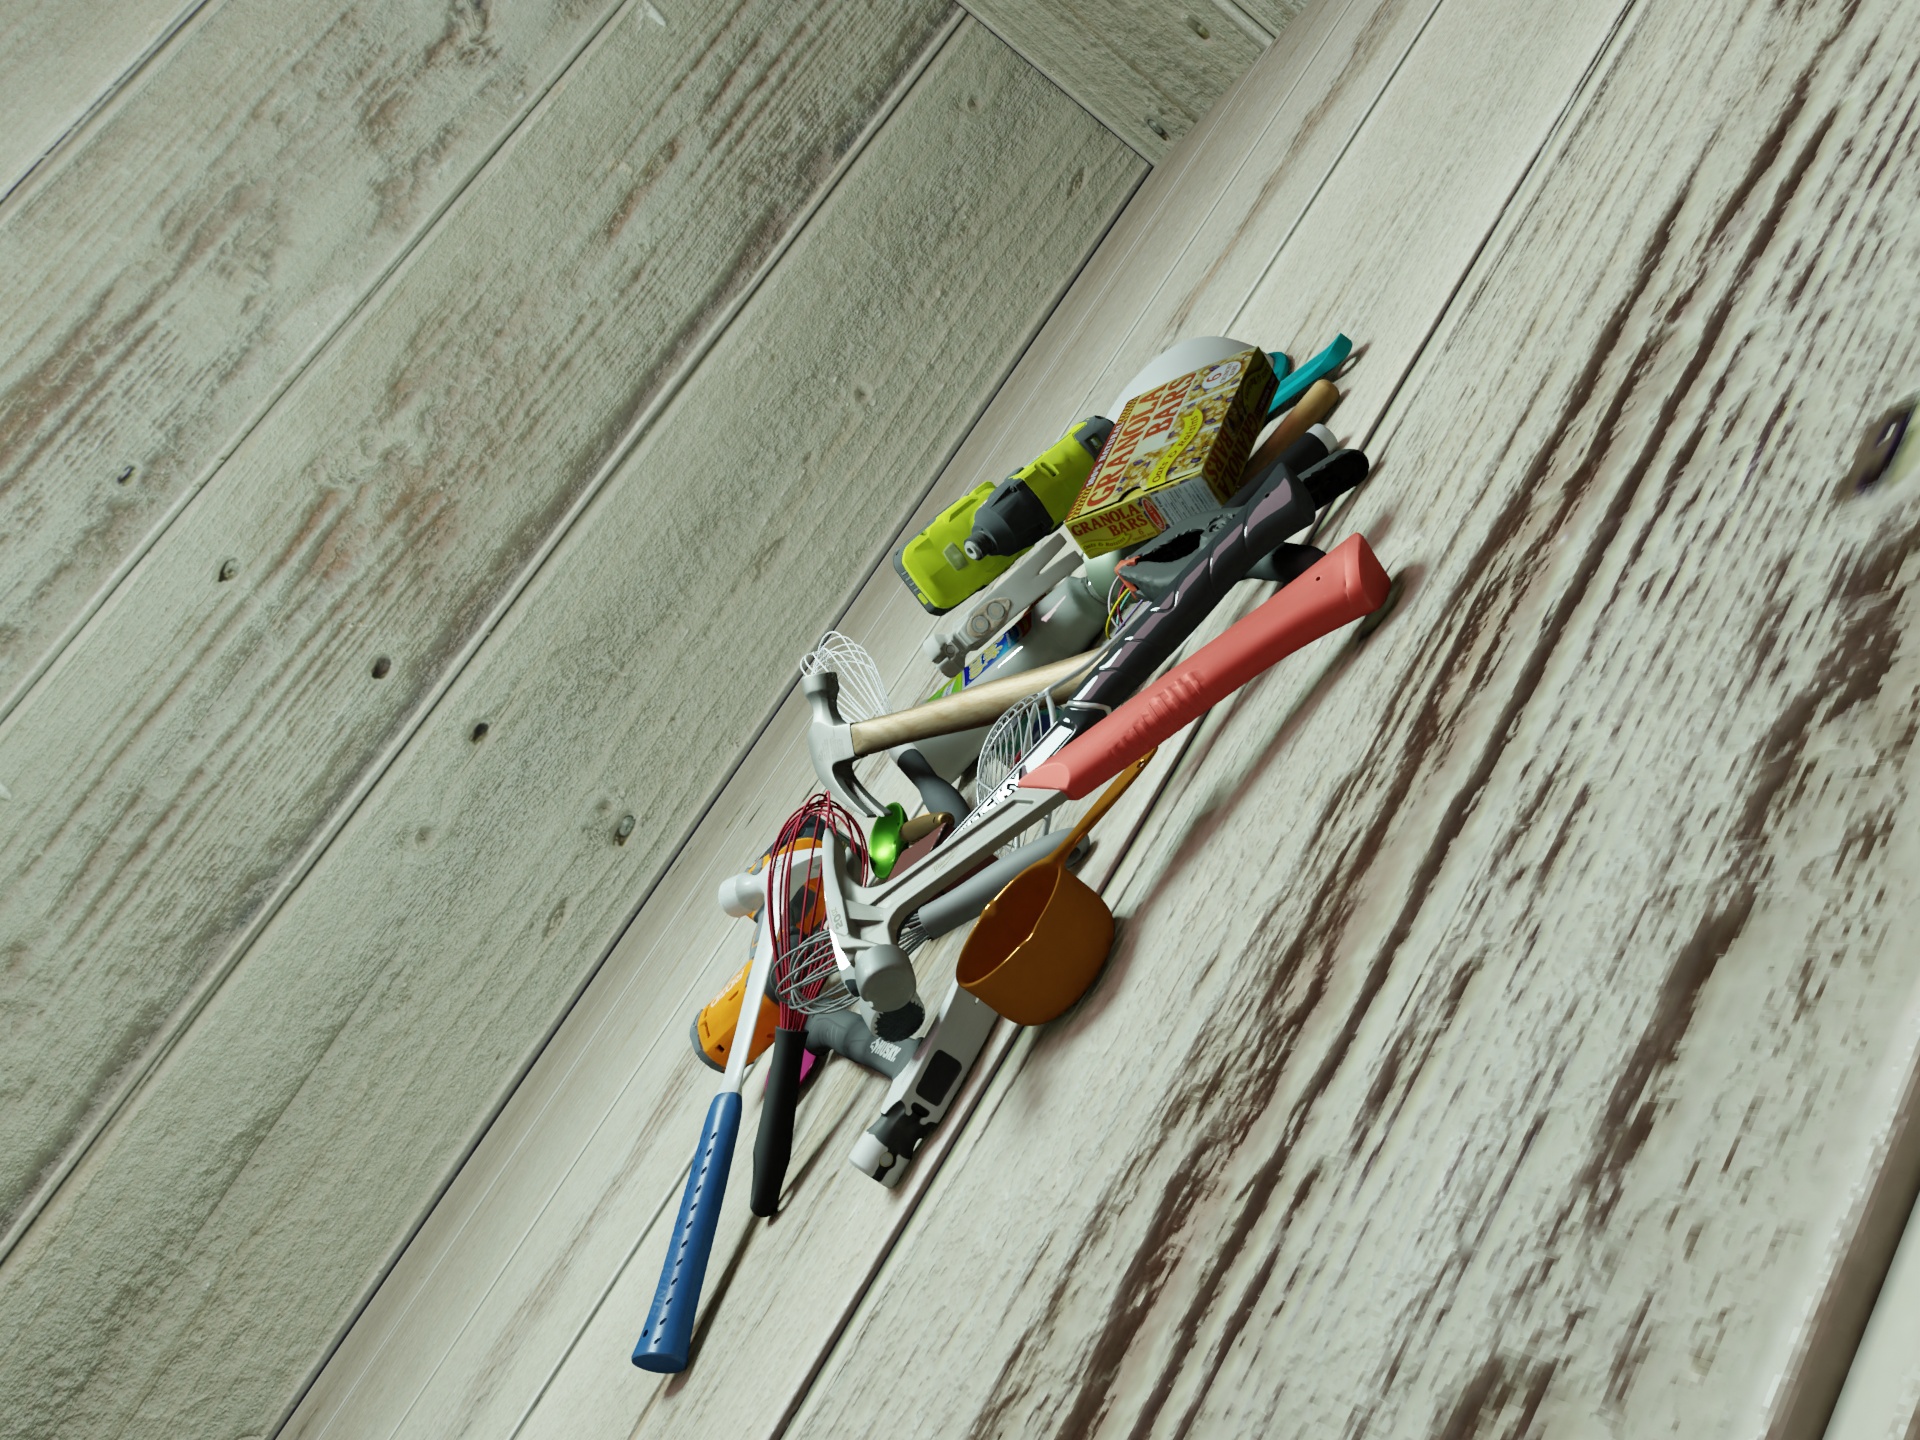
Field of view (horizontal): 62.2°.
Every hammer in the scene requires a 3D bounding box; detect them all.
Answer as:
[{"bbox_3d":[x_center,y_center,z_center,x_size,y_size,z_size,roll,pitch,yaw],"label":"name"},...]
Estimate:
[{"bbox_3d":[0.052,-0.122,1.466,0.146,0.038,0.411,-40,3,10],"label":"hammer"},{"bbox_3d":[0.063,0.005,0.963,0.409,0.036,0.149,-47,37,8],"label":"hammer"},{"bbox_3d":[-0.165,0.265,1.166,0.144,0.035,0.406,-26,38,36],"label":"hammer"},{"bbox_3d":[-0.002,-0.004,1.245,0.331,0.130,0.031,-15,-7,42],"label":"hammer"},{"bbox_3d":[0.075,0.013,0.879,0.359,0.036,0.149,-36,31,9],"label":"hammer"},{"bbox_3d":[-0.056,0.216,1.081,0.146,0.035,0.335,-57,11,-13],"label":"hammer"}]

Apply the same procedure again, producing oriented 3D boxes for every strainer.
[{"bbox_3d":[0.203,-0.270,1.330,0.211,0.095,0.340,-57,10,-18],"label":"strainer"}]

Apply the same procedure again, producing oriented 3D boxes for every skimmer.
[{"bbox_3d":[0.141,-0.048,1.081,0.363,0.090,0.127,-44,6,-3],"label":"skimmer"}]

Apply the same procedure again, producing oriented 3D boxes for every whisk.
[{"bbox_3d":[0.190,-0.151,1.160,0.245,0.047,0.051,-49,29,3],"label":"whisk"},{"bbox_3d":[-0.021,0.128,1.029,0.239,0.055,0.055,-30,17,14],"label":"whisk"},{"bbox_3d":[-0.113,0.195,1.104,0.073,0.073,0.296,169,111,-74],"label":"whisk"},{"bbox_3d":[-0.063,0.010,1.377,0.070,0.070,0.285,-52,45,10],"label":"whisk"}]

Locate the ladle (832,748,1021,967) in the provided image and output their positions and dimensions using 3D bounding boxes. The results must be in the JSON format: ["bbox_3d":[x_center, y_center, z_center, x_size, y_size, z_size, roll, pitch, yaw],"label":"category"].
[{"bbox_3d":[-0.028,0.123,1.273,0.315,0.031,0.069,-47,6,40],"label":"ladle"}]

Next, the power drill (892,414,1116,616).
[{"bbox_3d":[0.033,-0.169,1.376,0.171,0.080,0.223,-40,6,-25],"label":"power drill"}]

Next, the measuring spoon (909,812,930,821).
[{"bbox_3d":[-0.034,0.096,1.433,0.117,0.011,0.021,-22,40,64],"label":"measuring spoon"}]

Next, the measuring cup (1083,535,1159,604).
[{"bbox_3d":[0.155,-0.165,1.243,0.038,0.083,0.168,5,61,52],"label":"measuring cup"}]

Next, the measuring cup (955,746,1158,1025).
[{"bbox_3d":[0.071,0.093,0.884,0.173,0.052,0.095,-50,12,-7],"label":"measuring cup"}]

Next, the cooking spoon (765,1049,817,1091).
[{"bbox_3d":[-0.148,0.262,1.371,0.069,0.017,0.319,-54,11,-1],"label":"cooking spoon"}]

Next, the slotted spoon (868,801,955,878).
[{"bbox_3d":[-0.039,0.094,1.311,0.314,0.031,0.070,146,133,-77],"label":"slotted spoon"}]

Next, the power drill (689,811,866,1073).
[{"bbox_3d":[-0.147,0.181,1.375,0.164,0.084,0.227,-45,18,29],"label":"power drill"}]
